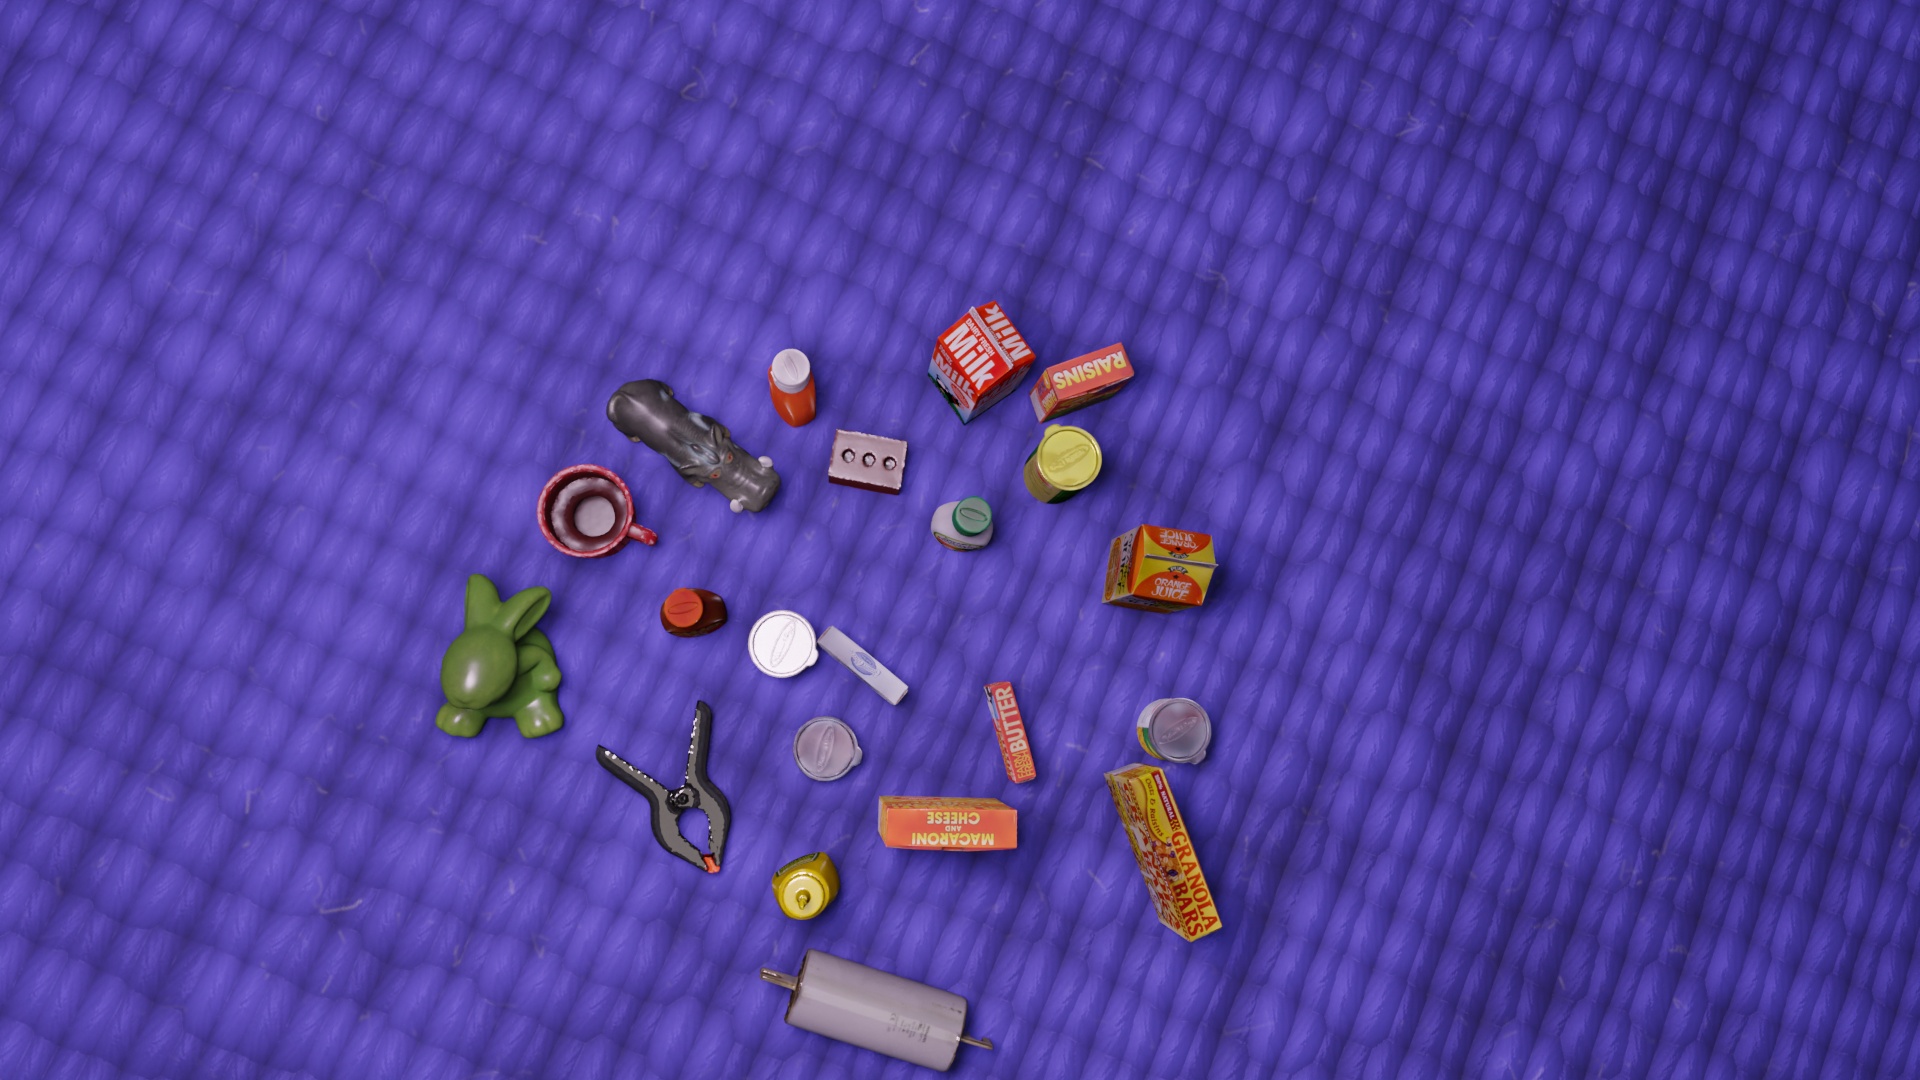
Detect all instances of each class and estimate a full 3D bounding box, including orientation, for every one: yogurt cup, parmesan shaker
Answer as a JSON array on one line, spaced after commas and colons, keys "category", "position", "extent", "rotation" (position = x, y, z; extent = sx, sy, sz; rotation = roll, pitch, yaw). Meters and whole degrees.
[{"category": "yogurt cup", "position": [-0.182, 0.107, 1.424], "extent": [0.072, 0.054, 0.072], "rotation": [1, 83, -6]}, {"category": "parmesan shaker", "position": [0.104, -0.080, 1.452], "extent": [0.071, 0.103, 0.071], "rotation": [1, 83, -6]}]

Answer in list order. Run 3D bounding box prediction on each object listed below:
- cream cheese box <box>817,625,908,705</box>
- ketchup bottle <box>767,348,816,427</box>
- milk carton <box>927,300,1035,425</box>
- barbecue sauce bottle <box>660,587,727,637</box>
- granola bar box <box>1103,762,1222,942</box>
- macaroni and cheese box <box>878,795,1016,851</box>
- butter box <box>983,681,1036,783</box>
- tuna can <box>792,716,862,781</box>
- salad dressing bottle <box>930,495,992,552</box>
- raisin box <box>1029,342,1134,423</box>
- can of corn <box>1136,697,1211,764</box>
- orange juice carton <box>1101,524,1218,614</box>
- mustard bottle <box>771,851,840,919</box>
[{"category": "cream cheese box", "position": [-0.101, 0.129, 1.430], "extent": [0.104, 0.053, 0.024], "rotation": [39, 81, 0]}, {"category": "ketchup bottle", "position": [-0.171, -0.159, 1.410], "extent": [0.043, 0.148, 0.065], "rotation": [-25, 87, -8]}, {"category": "milk carton", "position": [0.021, -0.183, 1.412], "extent": [0.073, 0.190, 0.072], "rotation": [-35, 88, -8]}, {"category": "barbecue sauce bottle", "position": [-0.267, 0.071, 1.372], "extent": [0.065, 0.148, 0.043], "rotation": [-13, 85, -7]}, {"category": "granola bar box", "position": [0.203, 0.310, 1.404], "extent": [0.039, 0.124, 0.165], "rotation": [-20, 86, -8]}, {"category": "macaroni and cheese box", "position": [-0.016, 0.277, 1.364], "extent": [0.124, 0.166, 0.040], "rotation": [2, 83, -6]}, {"category": "butter box", "position": [0.051, 0.197, 1.438], "extent": [0.024, 0.053, 0.103], "rotation": [-15, 85, -7]}, {"category": "tuna can", "position": [-0.136, 0.214, 1.426], "extent": [0.071, 0.033, 0.071], "rotation": [1, 83, -6]}, {"category": "salad dressing bottle", "position": [0.005, -0.018, 1.412], "extent": [0.064, 0.147, 0.044], "rotation": [18, 82, -4]}, {"category": "raisin box", "position": [0.125, -0.163, 1.454], "extent": [0.086, 0.123, 0.040], "rotation": [-19, 86, -8]}, {"category": "can of corn", "position": [0.224, 0.200, 1.453], "extent": [0.071, 0.058, 0.071], "rotation": [1, 83, -6]}, {"category": "orange juice carton", "position": [0.200, 0.029, 1.404], "extent": [0.072, 0.192, 0.073], "rotation": [10, 83, -5]}, {"category": "mustard bottle", "position": [-0.150, 0.337, 1.345], "extent": [0.065, 0.160, 0.049], "rotation": [-24, 87, -8]}]
